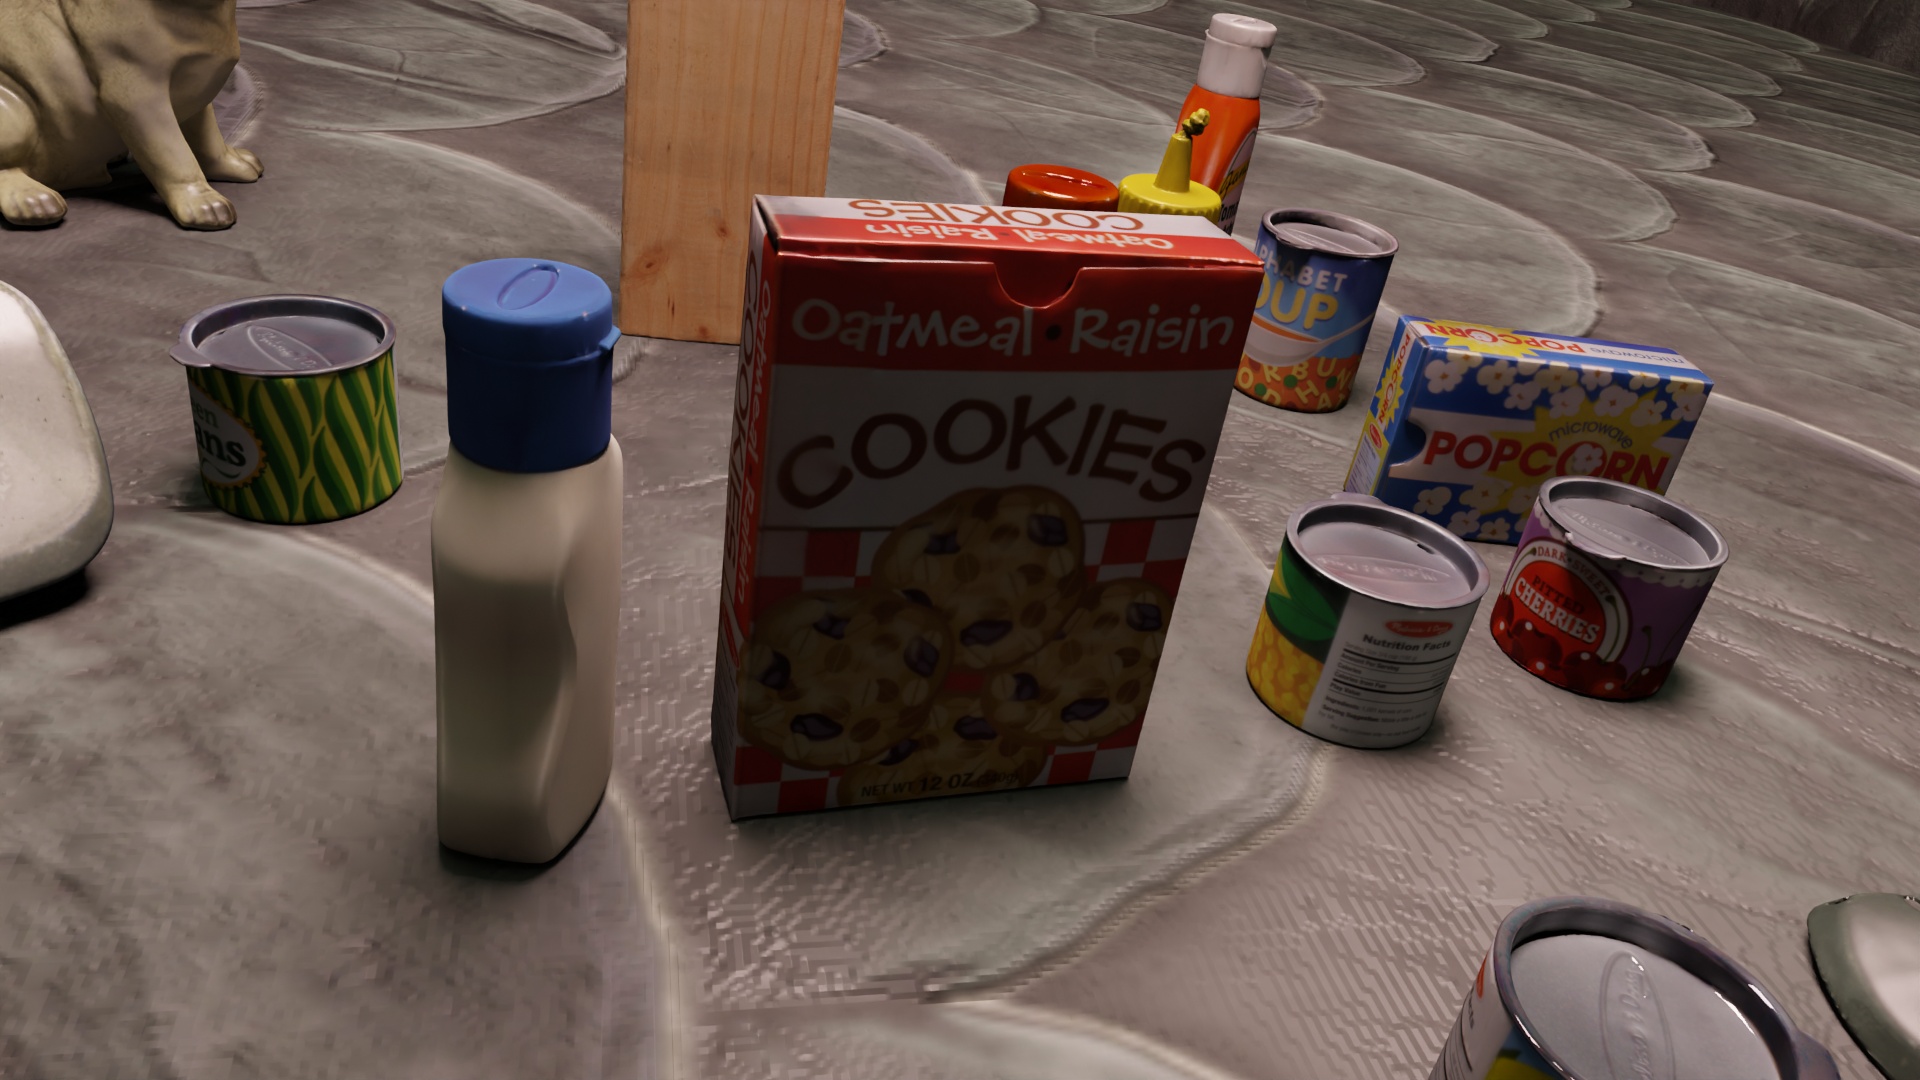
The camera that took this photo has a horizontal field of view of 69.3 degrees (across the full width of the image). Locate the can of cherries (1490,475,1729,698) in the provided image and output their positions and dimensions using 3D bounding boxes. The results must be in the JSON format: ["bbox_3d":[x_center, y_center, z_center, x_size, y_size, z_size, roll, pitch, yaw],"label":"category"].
[{"bbox_3d":[0.235,0.017,0.511,0.071,0.058,0.072,7,30,-4],"label":"can of cherries"}]

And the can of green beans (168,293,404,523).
[{"bbox_3d":[-0.230,-0.046,0.482,0.071,0.057,0.071,7,30,-4],"label":"can of green beans"}]

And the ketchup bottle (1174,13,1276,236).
[{"bbox_3d":[0.143,-0.221,0.796,0.043,0.148,0.065,23,33,22],"label":"ketchup bottle"}]

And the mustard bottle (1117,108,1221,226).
[{"bbox_3d":[0.070,-0.090,0.542,0.049,0.159,0.065,-10,36,-30],"label":"mustard bottle"}]

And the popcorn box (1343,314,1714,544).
[{"bbox_3d":[0.237,-0.043,0.587,0.127,0.084,0.038,6,30,-7],"label":"popcorn box"}]

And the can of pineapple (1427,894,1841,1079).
[{"bbox_3d":[0.143,0.124,0.306,0.071,0.057,0.071,7,30,-4],"label":"can of pineapple"}]

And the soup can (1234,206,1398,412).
[{"bbox_3d":[0.170,-0.114,0.687,0.071,0.083,0.072,7,30,-4],"label":"soup can"}]

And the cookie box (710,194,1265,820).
[{"bbox_3d":[0.001,-0.005,0.373,0.123,0.166,0.040,-2,32,-20],"label":"cookie box"}]

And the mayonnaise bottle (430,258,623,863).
[{"bbox_3d":[-0.106,0.006,0.342,0.041,0.147,0.065,9,30,-1],"label":"mayonnaise bottle"}]

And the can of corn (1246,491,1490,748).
[{"bbox_3d":[0.134,0.026,0.468,0.071,0.058,0.071,7,30,-4],"label":"can of corn"}]

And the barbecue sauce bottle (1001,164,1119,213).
[{"bbox_3d":[0.022,-0.051,0.474,0.065,0.147,0.044,13,30,5],"label":"barbecue sauce bottle"}]
